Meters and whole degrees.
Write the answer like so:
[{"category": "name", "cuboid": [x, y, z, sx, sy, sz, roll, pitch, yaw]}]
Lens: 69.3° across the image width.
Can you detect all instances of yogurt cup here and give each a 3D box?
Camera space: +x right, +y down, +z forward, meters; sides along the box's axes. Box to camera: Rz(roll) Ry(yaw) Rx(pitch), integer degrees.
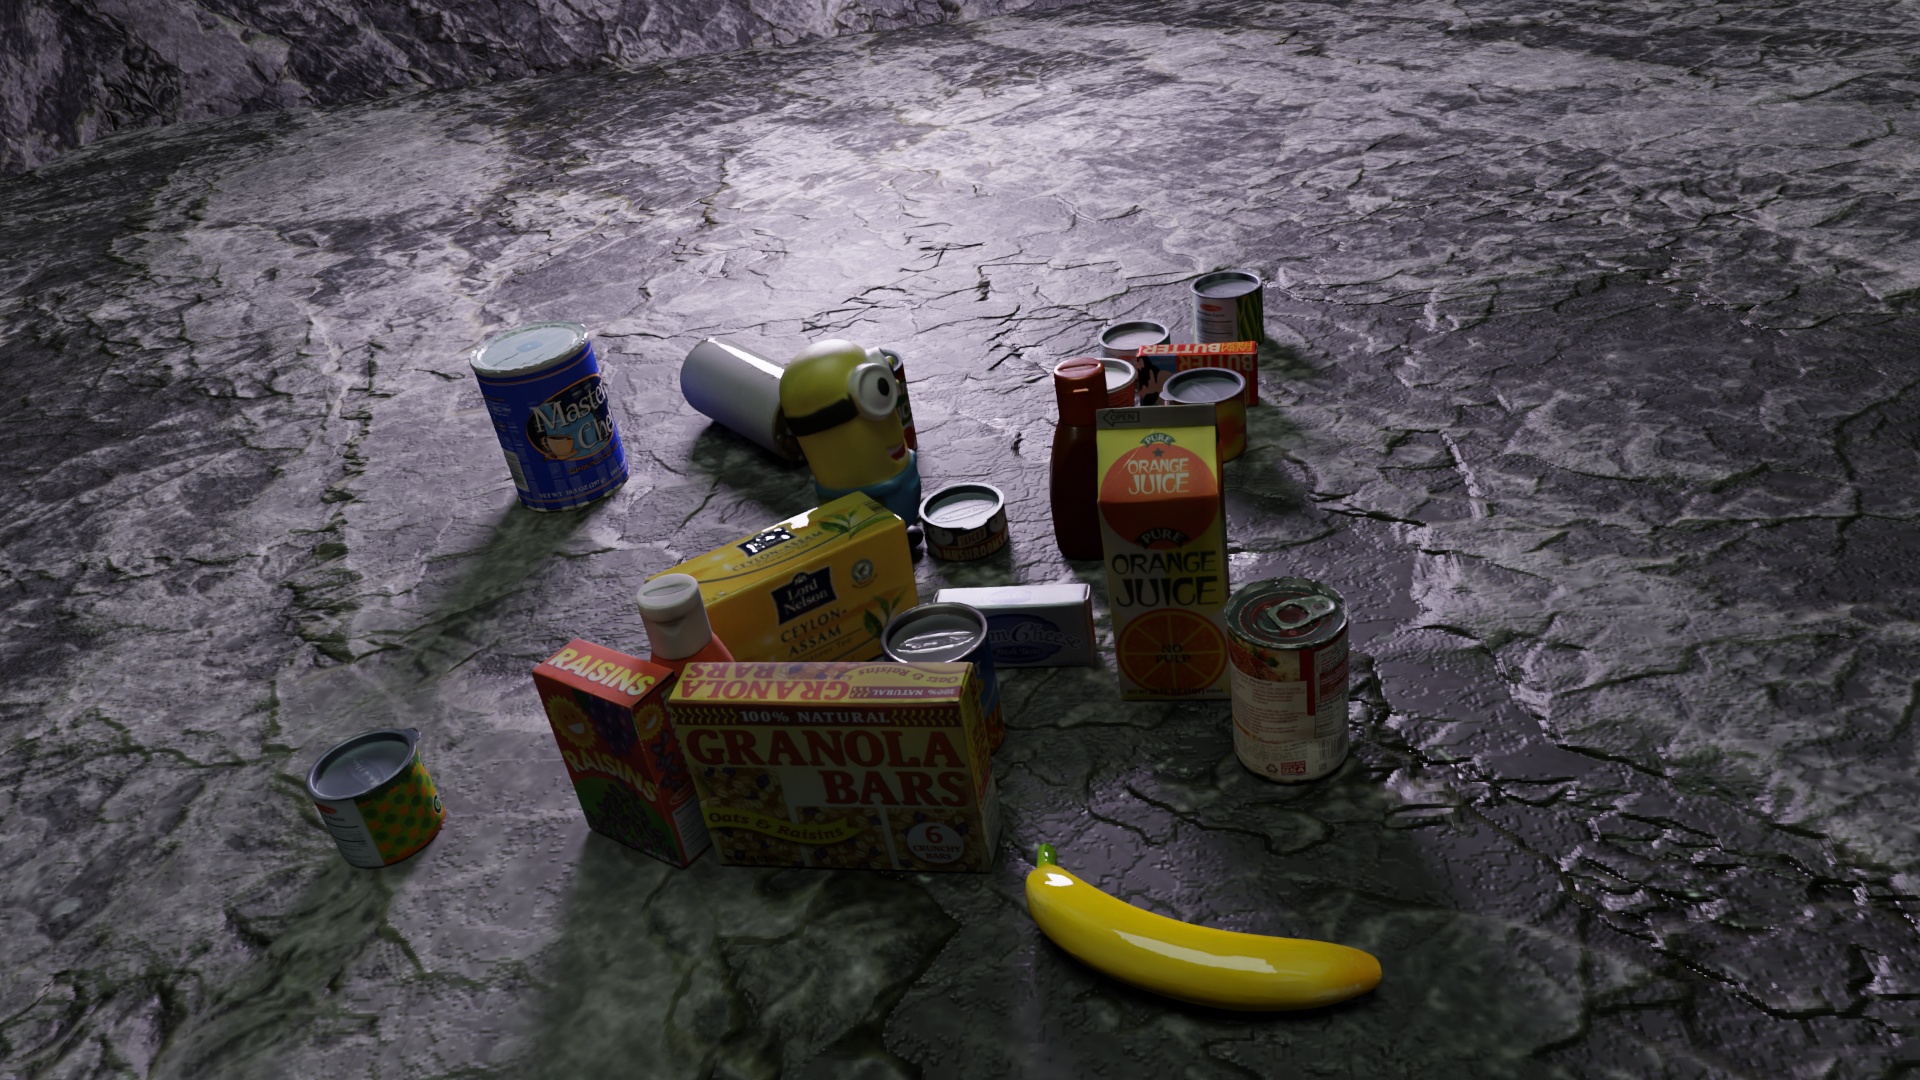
[{"category": "yogurt cup", "cuboid": [0.119, -0.119, 1.192, 0.072, 0.053, 0.073, -7, 31, 4]}]

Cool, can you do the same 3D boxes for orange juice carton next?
[{"category": "orange juice carton", "cuboid": [0.128, 0.002, 0.858, 0.072, 0.191, 0.073, -2, 32, 12]}]

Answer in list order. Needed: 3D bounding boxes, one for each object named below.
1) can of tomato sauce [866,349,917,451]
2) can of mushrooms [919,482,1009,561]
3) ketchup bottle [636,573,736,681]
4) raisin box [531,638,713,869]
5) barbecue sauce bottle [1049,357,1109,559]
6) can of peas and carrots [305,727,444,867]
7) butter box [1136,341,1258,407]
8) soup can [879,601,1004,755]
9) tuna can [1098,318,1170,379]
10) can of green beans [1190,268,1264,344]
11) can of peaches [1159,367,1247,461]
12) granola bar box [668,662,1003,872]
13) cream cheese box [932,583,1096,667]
[{"category": "can of tomato sauce", "cuboid": [-0.075, -0.115, 1.212, 0.071, 0.082, 0.071, -7, 31, 4]}, {"category": "can of mushrooms", "cuboid": [0.004, -0.013, 1.072, 0.071, 0.033, 0.071, -7, 31, 4]}, {"category": "ketchup bottle", "cuboid": [-0.159, 0.090, 0.837, 0.065, 0.148, 0.044, -12, 31, -3]}, {"category": "raisin box", "cuboid": [-0.193, 0.124, 0.815, 0.086, 0.122, 0.040, 13, 38, 33]}, {"category": "barbecue sauce bottle", "cuboid": [0.094, -0.059, 1.009, 0.065, 0.147, 0.044, -6, 31, 7]}, {"category": "can of peas and carrots", "cuboid": [-0.362, 0.159, 0.868, 0.071, 0.058, 0.071, -7, 31, 4]}, {"category": "butter box", "cuboid": [0.207, -0.144, 1.209, 0.103, 0.053, 0.024, 0, 32, 15]}, {"category": "soup can", "cuboid": [-0.010, 0.092, 0.855, 0.071, 0.083, 0.072, -7, 31, 4]}, {"category": "tuna can", "cuboid": [0.165, -0.179, 1.298, 0.071, 0.032, 0.071, -7, 31, 4]}, {"category": "can of green beans", "cuboid": [0.252, -0.215, 1.308, 0.071, 0.057, 0.071, -7, 31, 4]}, {"category": "can of peaches", "cuboid": [0.199, -0.101, 1.137, 0.071, 0.057, 0.071, -7, 31, 4]}, {"category": "granola bar box", "cuboid": [-0.068, 0.127, 0.775, 0.165, 0.123, 0.039, -2, 32, 14]}, {"category": "cream cheese box", "cuboid": [0.037, 0.058, 0.926, 0.104, 0.053, 0.024, -3, 32, 12]}]
